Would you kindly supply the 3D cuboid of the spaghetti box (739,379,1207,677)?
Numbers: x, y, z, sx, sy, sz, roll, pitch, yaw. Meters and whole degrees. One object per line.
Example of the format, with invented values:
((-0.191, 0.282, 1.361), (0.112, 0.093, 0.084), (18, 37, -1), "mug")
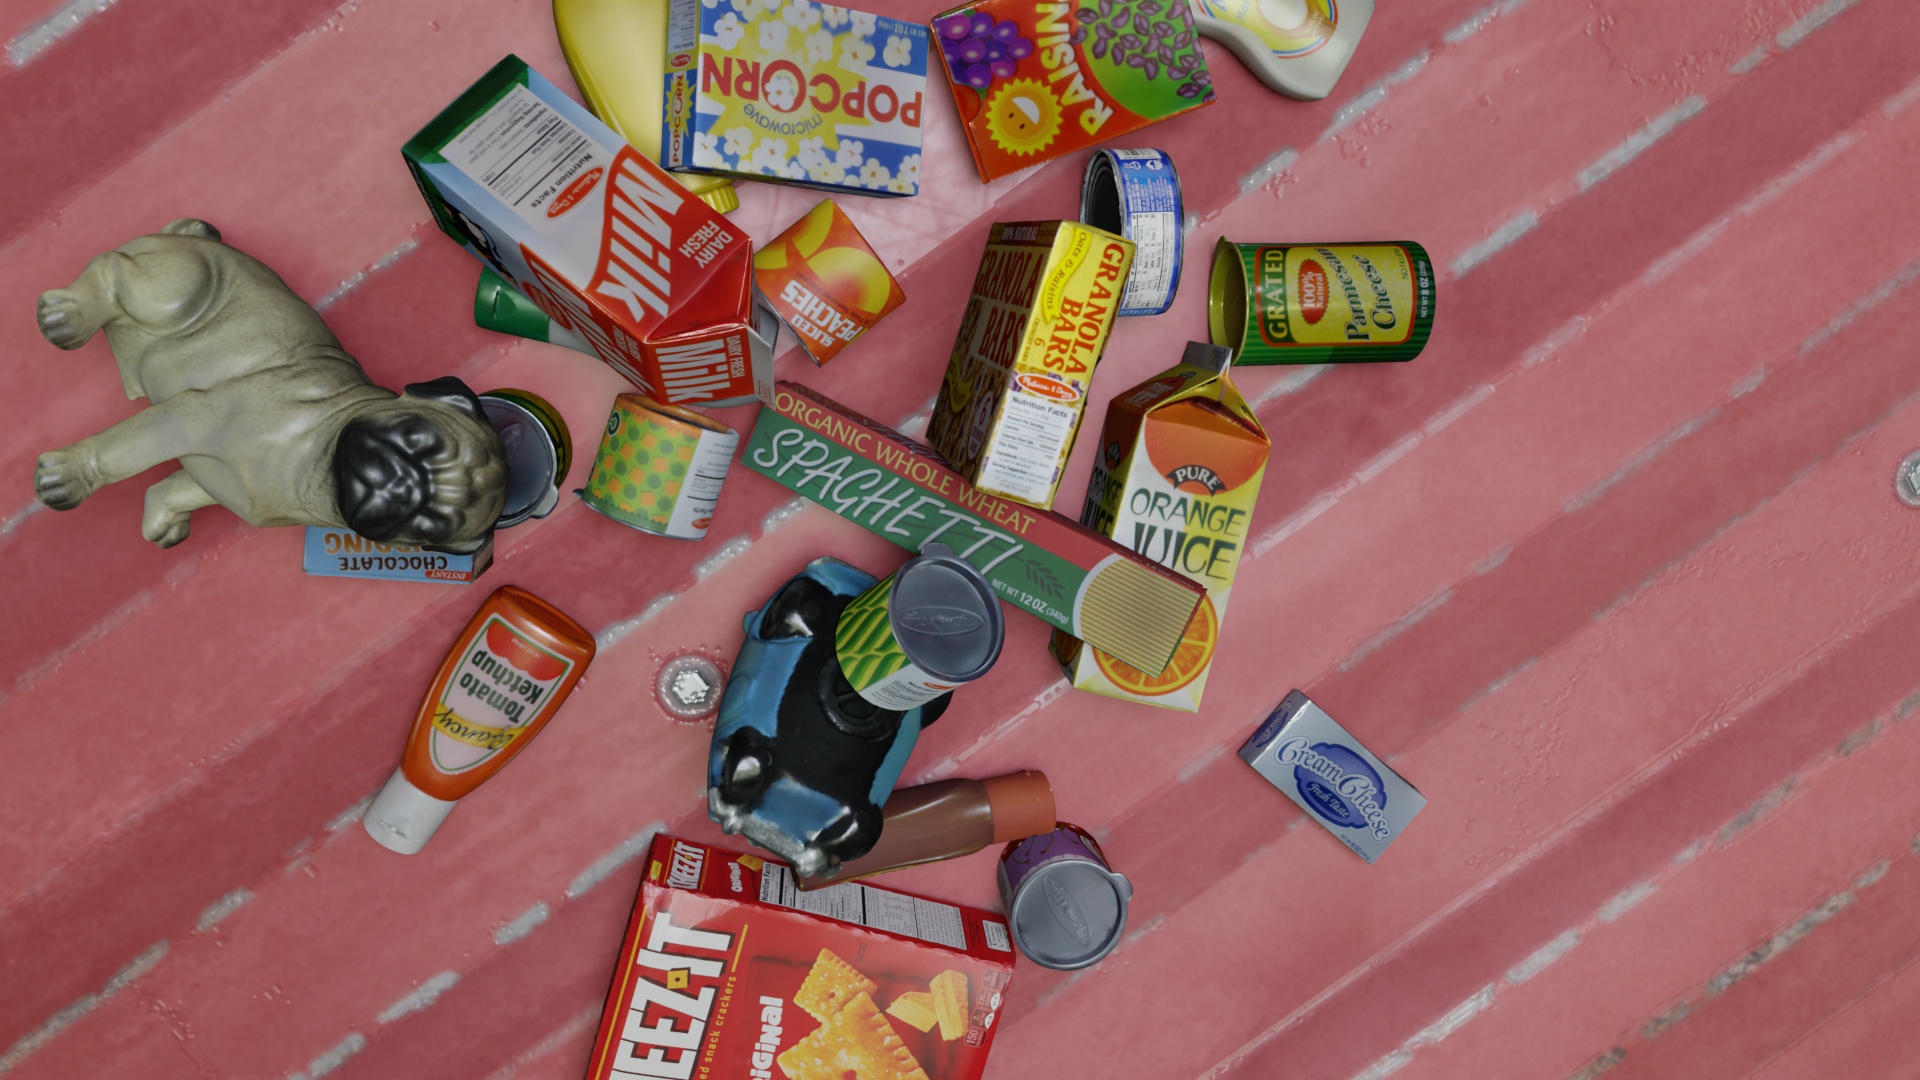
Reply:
((0.003, -0.009, 0.715), (0.250, 0.029, 0.050), (27, 101, 10), "spaghetti box")

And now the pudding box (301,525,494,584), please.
((-0.288, 0.002, 0.715), (0.084, 0.050, 0.030), (4, 100, -8), "pudding box")

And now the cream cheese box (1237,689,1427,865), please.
((0.220, 0.139, 0.819), (0.104, 0.024, 0.053), (39, 93, -13), "cream cheese box")

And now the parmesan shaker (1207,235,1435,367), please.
((0.191, -0.130, 0.741), (0.103, 0.071, 0.071), (-3, 102, -7), "parmesan shaker")

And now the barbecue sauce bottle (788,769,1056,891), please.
((-0.022, 0.159, 0.775), (0.149, 0.065, 0.043), (-9, 91, -14), "barbecue sauce bottle")

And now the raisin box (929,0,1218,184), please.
((0.057, -0.241, 0.695), (0.123, 0.040, 0.085), (-16, 113, 12), "raisin box")

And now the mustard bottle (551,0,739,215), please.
((-0.148, -0.206, 0.692), (0.065, 0.049, 0.160), (-22, 104, -7), "mustard bottle")

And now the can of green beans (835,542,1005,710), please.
((-0.021, 0.046, 0.692), (0.071, 0.057, 0.071), (14, 62, -29), "can of green beans")

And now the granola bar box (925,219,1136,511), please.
((0.029, -0.091, 0.677), (0.039, 0.166, 0.124), (16, 99, -12), "granola bar box")

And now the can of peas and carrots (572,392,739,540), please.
((-0.156, -0.039, 0.716), (0.071, 0.071, 0.058), (20, 98, -10), "can of peas and carrots")

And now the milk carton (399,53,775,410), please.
((-0.160, -0.133, 0.654), (0.191, 0.072, 0.074), (38, 72, 8), "milk carton")

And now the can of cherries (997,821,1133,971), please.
((0.059, 0.201, 0.794), (0.071, 0.058, 0.071), (-1, 101, -6), "can of cherries")

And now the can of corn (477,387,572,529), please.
((-0.233, -0.042, 0.709), (0.071, 0.058, 0.071), (-1, 101, -7), "can of corn")

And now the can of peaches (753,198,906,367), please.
((-0.068, -0.130, 0.706), (0.058, 0.071, 0.071), (-38, 103, 0), "can of peaches")

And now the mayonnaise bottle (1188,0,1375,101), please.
((0.136, -0.286, 0.715), (0.148, 0.041, 0.064), (25, 100, -11), "mayonnaise bottle")

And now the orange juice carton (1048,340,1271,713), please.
((0.110, -0.013, 0.751), (0.073, 0.072, 0.192), (12, 100, -10), "orange juice carton")

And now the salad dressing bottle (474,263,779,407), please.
((-0.169, -0.109, 0.710), (0.148, 0.044, 0.064), (13, 112, -7), "salad dressing bottle")

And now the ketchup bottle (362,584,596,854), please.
((-0.261, 0.099, 0.741), (0.064, 0.043, 0.148), (36, 95, -13), "ketchup bottle")

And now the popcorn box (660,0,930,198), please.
((-0.078, -0.216, 0.677), (0.127, 0.038, 0.085), (-2, 101, -34), "popcorn box")
